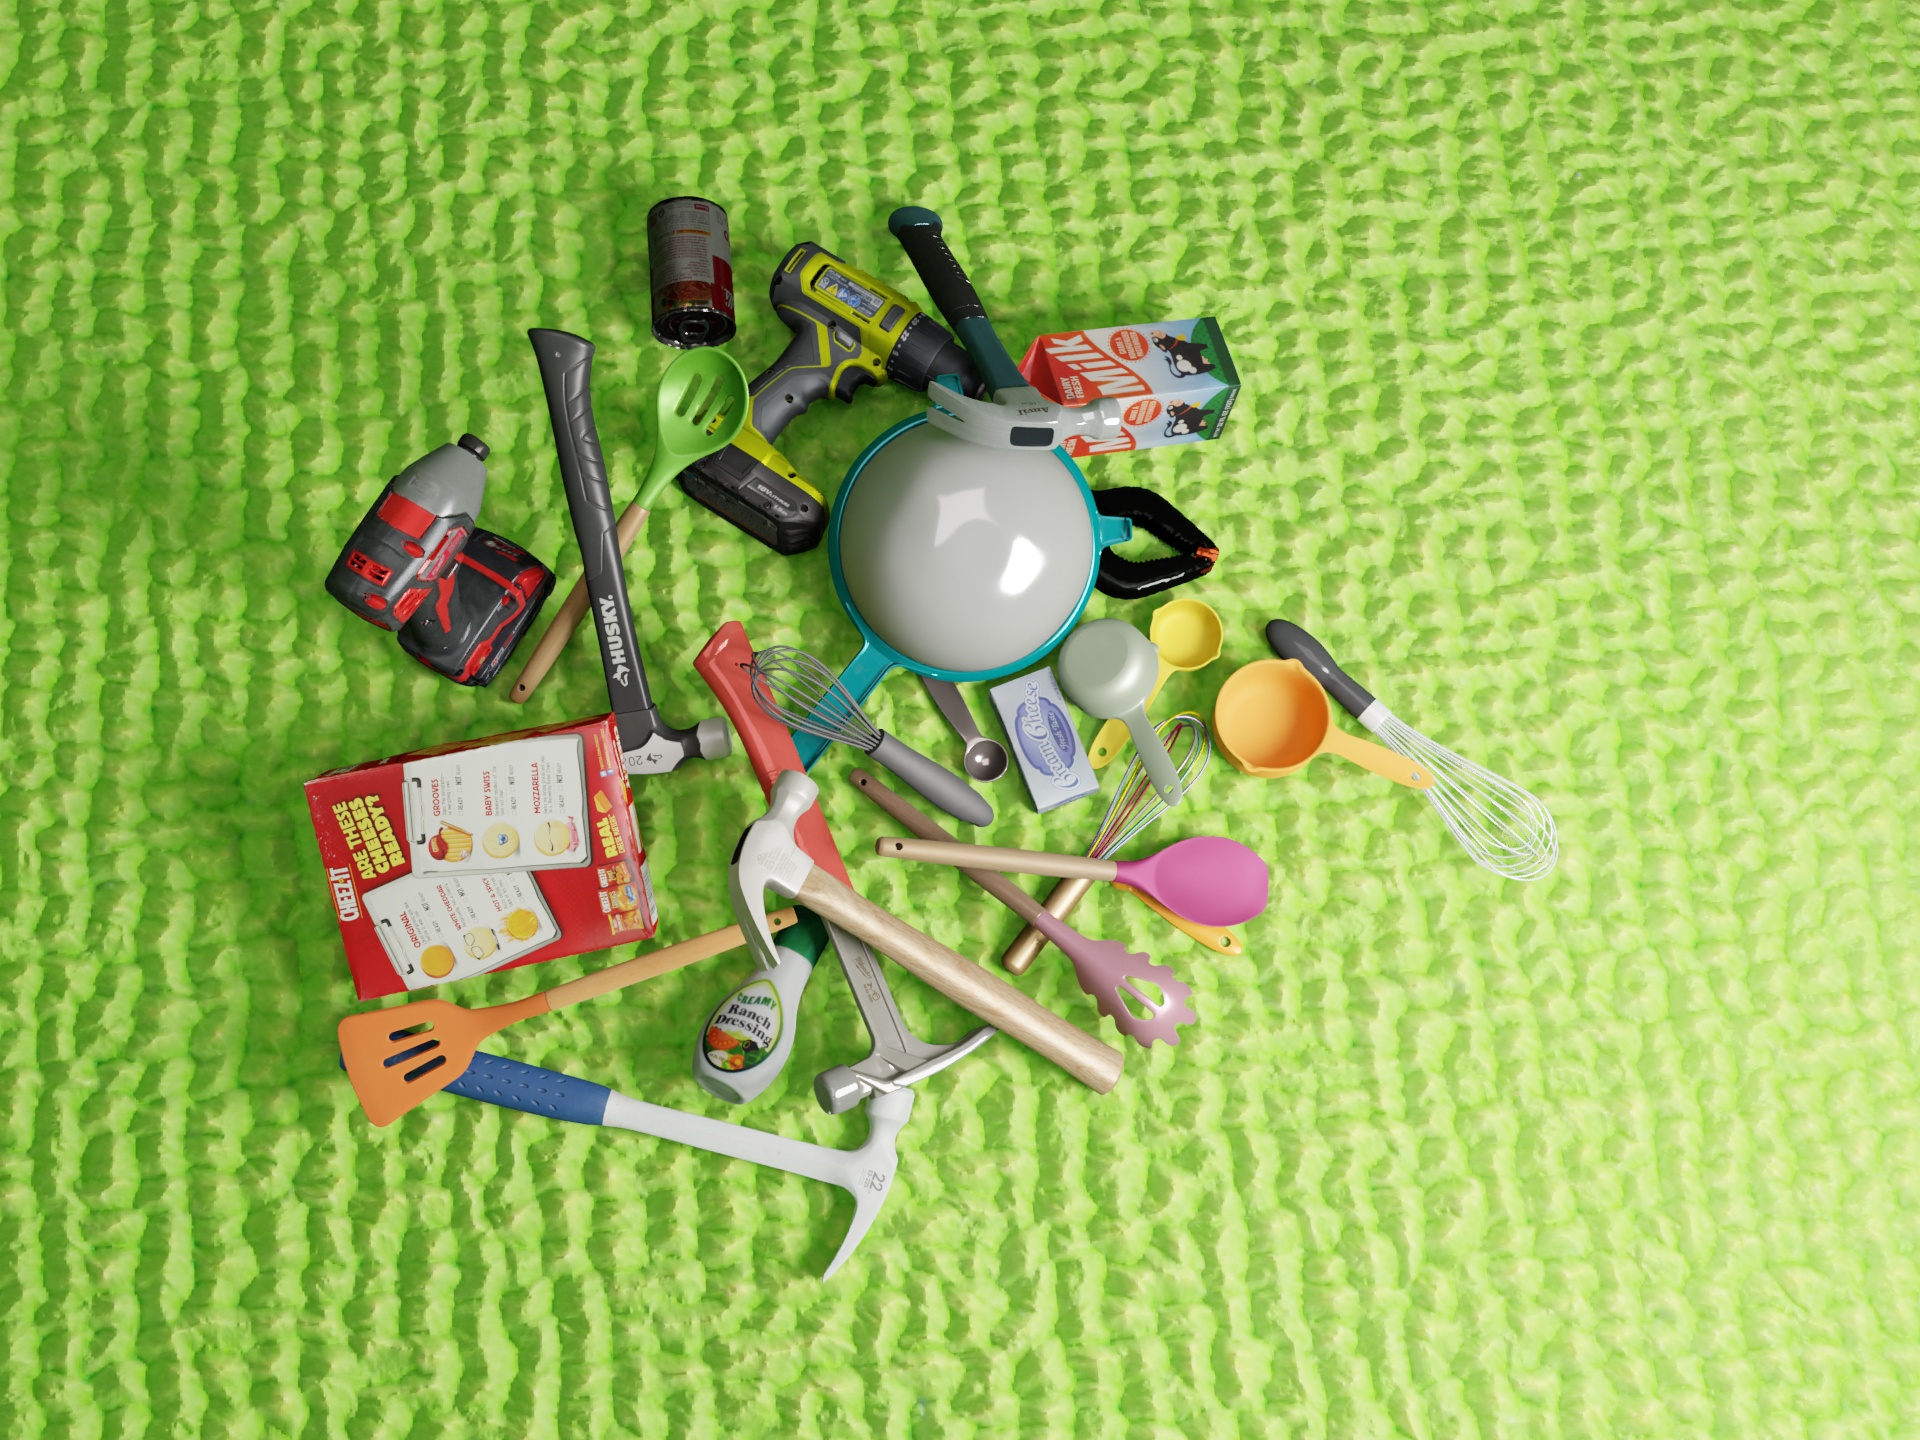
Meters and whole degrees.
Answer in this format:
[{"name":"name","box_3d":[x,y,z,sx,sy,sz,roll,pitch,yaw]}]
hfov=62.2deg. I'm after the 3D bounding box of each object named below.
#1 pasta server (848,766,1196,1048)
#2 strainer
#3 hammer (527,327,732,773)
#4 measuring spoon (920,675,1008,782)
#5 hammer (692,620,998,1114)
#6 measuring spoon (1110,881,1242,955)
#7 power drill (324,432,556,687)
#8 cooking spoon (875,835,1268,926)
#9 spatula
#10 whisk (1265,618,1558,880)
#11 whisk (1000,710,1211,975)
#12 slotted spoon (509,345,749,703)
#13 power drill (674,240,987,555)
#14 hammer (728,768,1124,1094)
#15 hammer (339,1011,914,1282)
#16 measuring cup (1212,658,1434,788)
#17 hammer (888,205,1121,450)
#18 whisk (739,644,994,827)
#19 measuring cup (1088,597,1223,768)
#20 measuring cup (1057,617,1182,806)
[{"name":"pasta server","box_3d":[0.039,0.132,1.182,0.316,0.040,0.060,36,86,19]},{"name":"strainer","box_3d":[-0.032,-0.080,1.181,0.211,0.095,0.340,39,90,-9]},{"name":"hammer","box_3d":[-0.270,-0.120,1.171,0.146,0.035,0.334,-9,104,0]},{"name":"measuring spoon","box_3d":[-0.002,-0.004,1.242,0.034,0.018,0.124,-29,73,-5]},{"name":"hammer","box_3d":[-0.099,0.093,1.160,0.149,0.036,0.359,-19,82,-31]},{"name":"measuring spoon","box_3d":[0.165,0.145,1.214,0.117,0.011,0.021,32,77,5]},{"name":"power drill","box_3d":[-0.366,-0.113,1.140,0.078,0.219,0.143,29,77,4]},{"name":"cooking spoon","box_3d":[0.089,0.108,1.172,0.318,0.017,0.069,8,80,-21]},{"name":"spatula","box_3d":[-0.270,0.193,1.130,0.322,0.041,0.081,-19,93,-8]},{"name":"whisk","box_3d":[0.345,0.019,1.233,0.285,0.070,0.070,43,78,12]},{"name":"whisk","box_3d":[0.108,0.090,1.210,0.051,0.047,0.245,35,81,25]},{"name":"slotted spoon","box_3d":[-0.256,-0.142,1.198,0.070,0.031,0.313,35,100,-1]},{"name":"power drill","box_3d":[-0.104,-0.249,1.262,0.190,0.080,0.228,32,75,5]},{"name":"hammer","box_3d":[-0.020,0.175,1.134,0.331,0.031,0.130,34,60,-14]},{"name":"hammer","box_3d":[-0.246,0.288,1.148,0.405,0.035,0.144,14,76,0]},{"name":"measuring cup","box_3d":[0.277,0.018,1.224,0.173,0.052,0.095,23,79,6]},{"name":"hammer","box_3d":[0.007,-0.308,1.219,0.128,0.033,0.331,-9,45,-15]},{"name":"whisk","box_3d":[-0.064,0.017,1.170,0.238,0.055,0.055,35,75,-28]},{"name":"measuring cup","box_3d":[0.148,-0.026,1.252,0.062,0.029,0.156,36,89,8]},{"name":"measuring cup","box_3d":[0.126,-0.008,1.201,0.083,0.038,0.168,-31,56,13]}]
